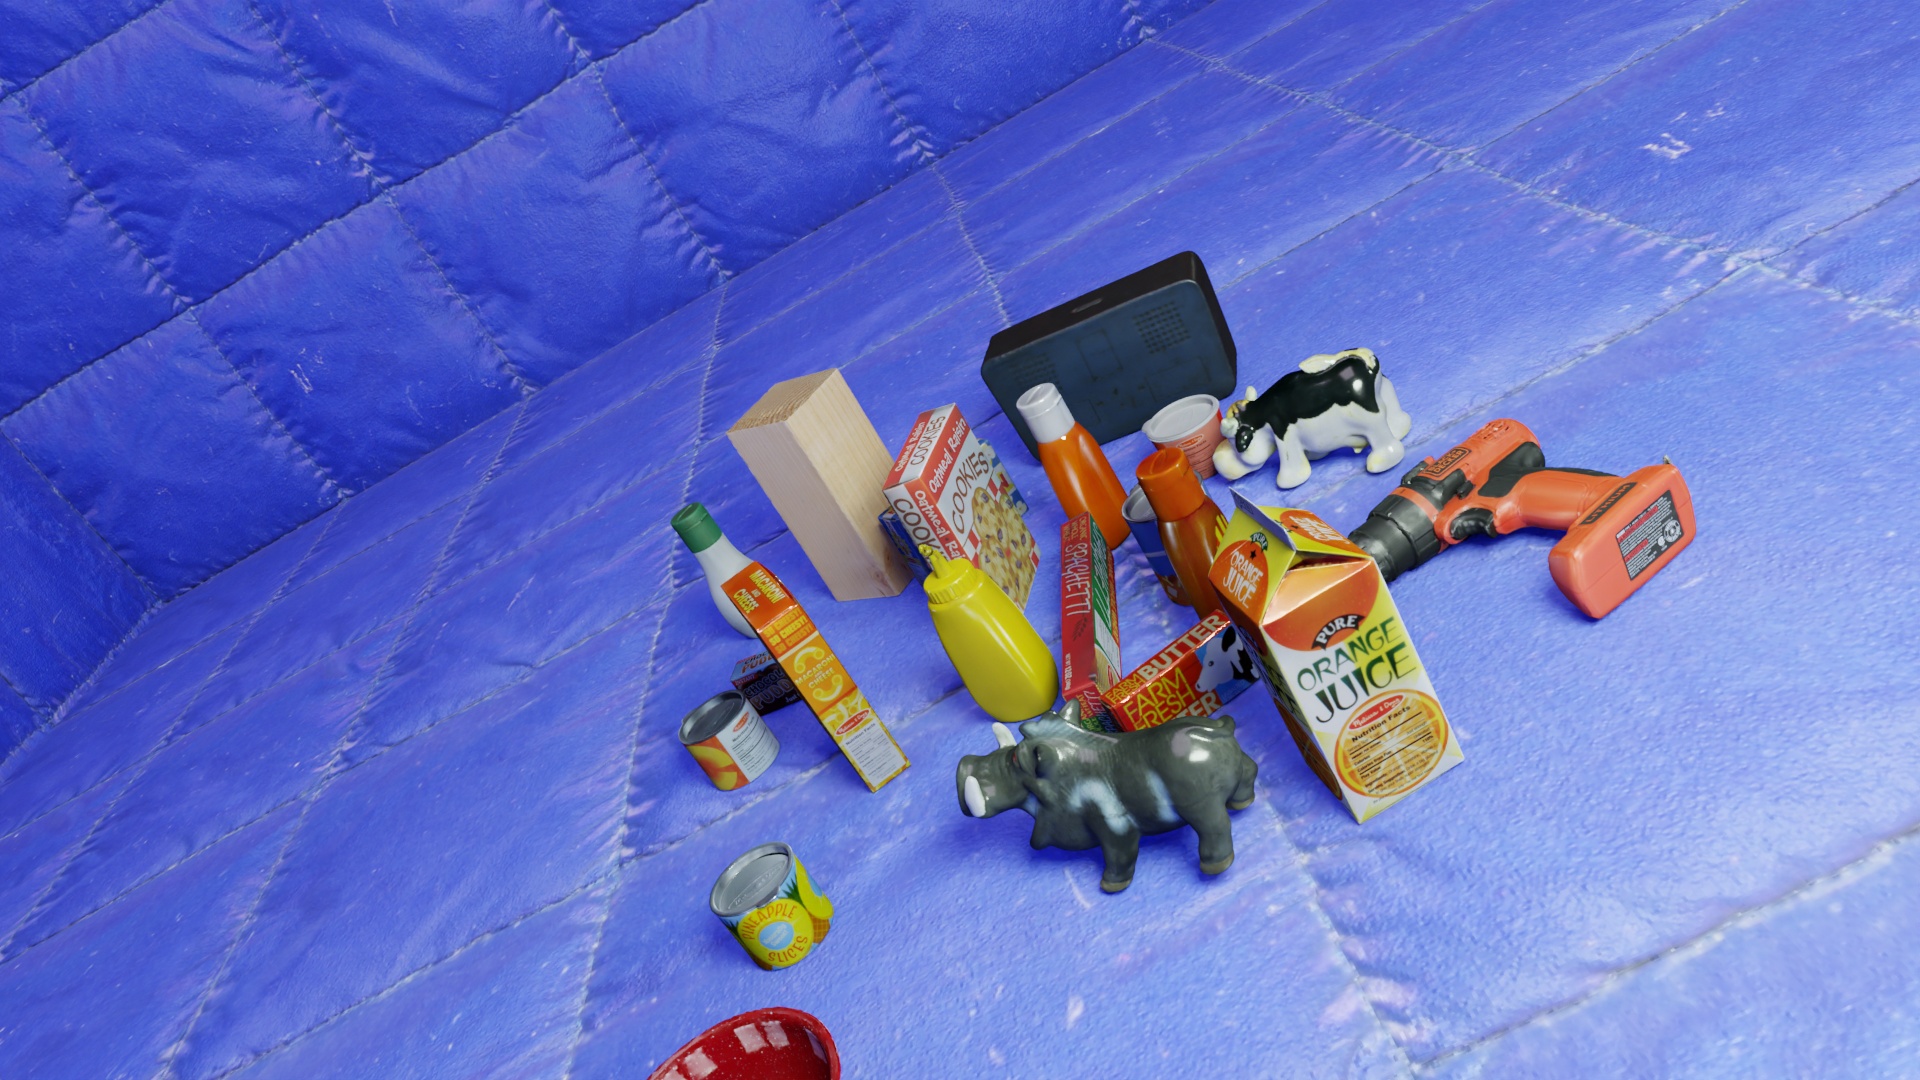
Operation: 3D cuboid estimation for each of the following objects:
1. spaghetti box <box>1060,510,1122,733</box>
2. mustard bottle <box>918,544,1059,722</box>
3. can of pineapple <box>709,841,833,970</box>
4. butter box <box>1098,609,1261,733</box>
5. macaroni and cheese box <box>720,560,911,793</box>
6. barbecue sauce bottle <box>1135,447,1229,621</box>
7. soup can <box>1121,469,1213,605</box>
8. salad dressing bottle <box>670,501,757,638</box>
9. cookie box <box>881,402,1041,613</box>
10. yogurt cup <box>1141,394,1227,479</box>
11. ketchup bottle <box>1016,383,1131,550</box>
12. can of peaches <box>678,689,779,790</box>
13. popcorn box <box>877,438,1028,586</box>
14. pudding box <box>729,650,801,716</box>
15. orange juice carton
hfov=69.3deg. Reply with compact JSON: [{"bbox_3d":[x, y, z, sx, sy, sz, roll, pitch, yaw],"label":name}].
[{"bbox_3d":[0.100,0.059,1.061,0.028,0.050,0.251,-24,25,16],"label":"spaghetti box"},{"bbox_3d":[0.015,0.062,1.019,0.065,0.159,0.049,-17,28,29],"label":"mustard bottle"},{"bbox_3d":[-0.128,0.251,0.948,0.071,0.057,0.071,-25,25,13],"label":"can of pineapple"},{"bbox_3d":[0.148,0.097,0.929,0.103,0.053,0.024,-35,24,-8],"label":"butter box"},{"bbox_3d":[-0.113,0.103,1.080,0.040,0.166,0.124,-36,24,-10],"label":"macaroni and cheese box"},{"bbox_3d":[0.168,0.005,0.965,0.043,0.148,0.065,-15,29,33],"label":"barbecue sauce bottle"},{"bbox_3d":[0.169,-0.003,1.058,0.071,0.083,0.072,-26,25,13],"label":"soup can"},{"bbox_3d":[-0.232,0.029,1.379,0.044,0.147,0.064,-13,30,36],"label":"salad dressing bottle"},{"bbox_3d":[0.004,-0.015,1.167,0.040,0.167,0.123,-19,27,26],"label":"cookie box"},{"bbox_3d":[0.204,-0.087,1.214,0.072,0.053,0.073,-25,25,13],"label":"yogurt cup"},{"bbox_3d":[0.097,-0.063,1.175,0.043,0.148,0.065,-12,31,37],"label":"ketchup bottle"},{"bbox_3d":[-0.197,0.170,1.181,0.071,0.058,0.071,-25,25,13],"label":"can of peaches"},{"bbox_3d":[-0.005,-0.026,1.299,0.127,0.085,0.038,-42,26,-23],"label":"popcorn box"},{"bbox_3d":[-0.157,0.119,1.241,0.083,0.049,0.030,-23,25,18],"label":"pudding box"},{"bbox_3d":[0.202,0.056,0.774,0.073,0.192,0.072,-31,24,0],"label":"orange juice carton"}]
